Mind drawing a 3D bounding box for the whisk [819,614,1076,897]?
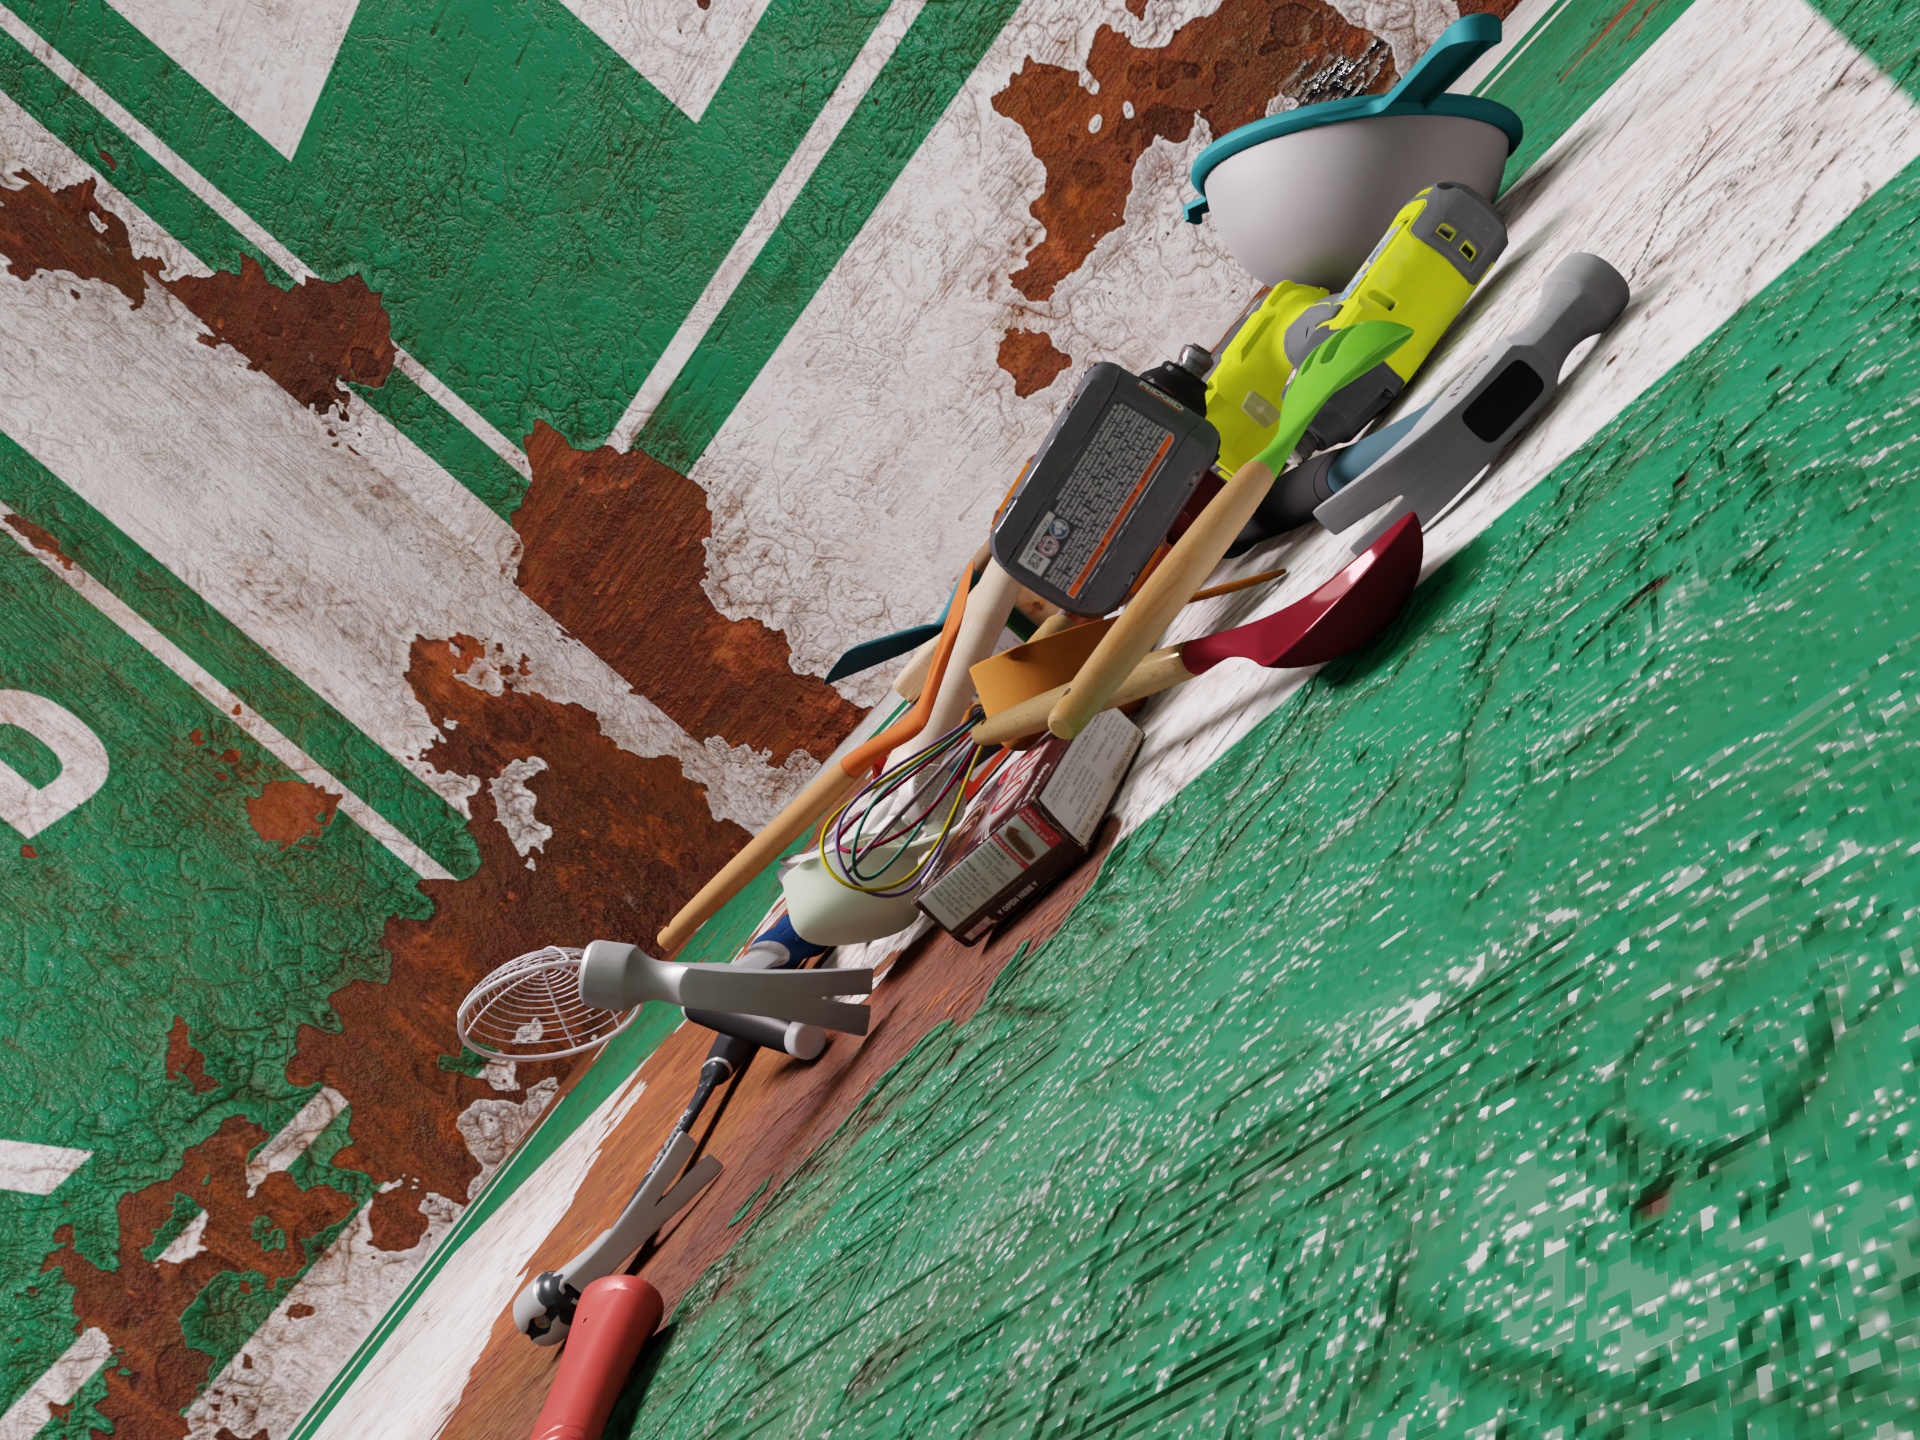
[{"bbox_3d":[0.000,0.009,0.852,0.047,0.051,0.245,5,36,32],"label":"whisk"}]

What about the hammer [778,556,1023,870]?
[{"bbox_3d":[0.009,-0.061,1.035,0.146,0.038,0.411,-31,24,45],"label":"hammer"}]

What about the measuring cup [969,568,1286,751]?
[{"bbox_3d":[0.089,-0.028,0.804,0.173,0.052,0.095,-17,-2,27],"label":"measuring cup"}]

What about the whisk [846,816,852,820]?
[{"bbox_3d":[-0.070,0.113,1.145,0.246,0.058,0.059,-98,15,-80],"label":"whisk"}]

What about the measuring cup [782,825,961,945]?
[{"bbox_3d":[-0.021,0.085,0.855,0.167,0.038,0.083,-21,-23,28],"label":"measuring cup"}]

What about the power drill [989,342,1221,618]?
[{"bbox_3d":[0.091,-0.142,0.891,0.164,0.084,0.226,-58,-2,12],"label":"power drill"}]

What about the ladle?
[{"bbox_3d":[0.081,-0.021,0.661,0.069,0.031,0.315,-45,11,-27],"label":"ladle"}]

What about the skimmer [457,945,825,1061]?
[{"bbox_3d":[-0.202,0.204,1.013,0.363,0.127,0.090,1,78,50],"label":"skimmer"}]

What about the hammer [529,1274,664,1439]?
[{"bbox_3d":[-0.158,0.296,0.540,0.149,0.036,0.359,-49,5,4],"label":"hammer"}]

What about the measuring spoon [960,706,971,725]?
[{"bbox_3d":[-0.002,-0.003,1.009,0.117,0.011,0.021,-35,12,41],"label":"measuring spoon"}]

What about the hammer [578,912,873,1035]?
[{"bbox_3d":[-0.114,0.147,0.981,0.405,0.144,0.035,76,-159,-86],"label":"hammer"}]

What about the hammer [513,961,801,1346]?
[{"bbox_3d":[-0.165,0.237,1.056,0.149,0.036,0.409,-46,5,18],"label":"hammer"}]

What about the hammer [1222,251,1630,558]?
[{"bbox_3d":[0.178,-0.115,0.739,0.128,0.033,0.331,-48,5,-6],"label":"hammer"}]

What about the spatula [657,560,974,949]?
[{"bbox_3d":[-0.086,0.036,0.928,0.322,0.041,0.081,-43,18,26],"label":"spatula"}]

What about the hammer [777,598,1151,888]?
[{"bbox_3d":[-0.005,0.028,1.031,0.334,0.035,0.146,-38,10,31],"label":"hammer"}]

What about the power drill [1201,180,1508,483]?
[{"bbox_3d":[0.211,-0.210,0.942,0.171,0.080,0.223,-53,8,-5],"label":"power drill"}]

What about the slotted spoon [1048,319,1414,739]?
[{"bbox_3d":[0.120,-0.094,0.690,0.314,0.031,0.070,-50,8,-36],"label":"slotted spoon"}]

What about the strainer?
[{"bbox_3d":[0.262,-0.326,0.979,0.340,0.211,0.095,-128,34,-87],"label":"strainer"}]

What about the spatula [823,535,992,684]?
[{"bbox_3d":[0.016,-0.134,1.183,0.317,0.044,0.082,-51,2,-23],"label":"spatula"}]
